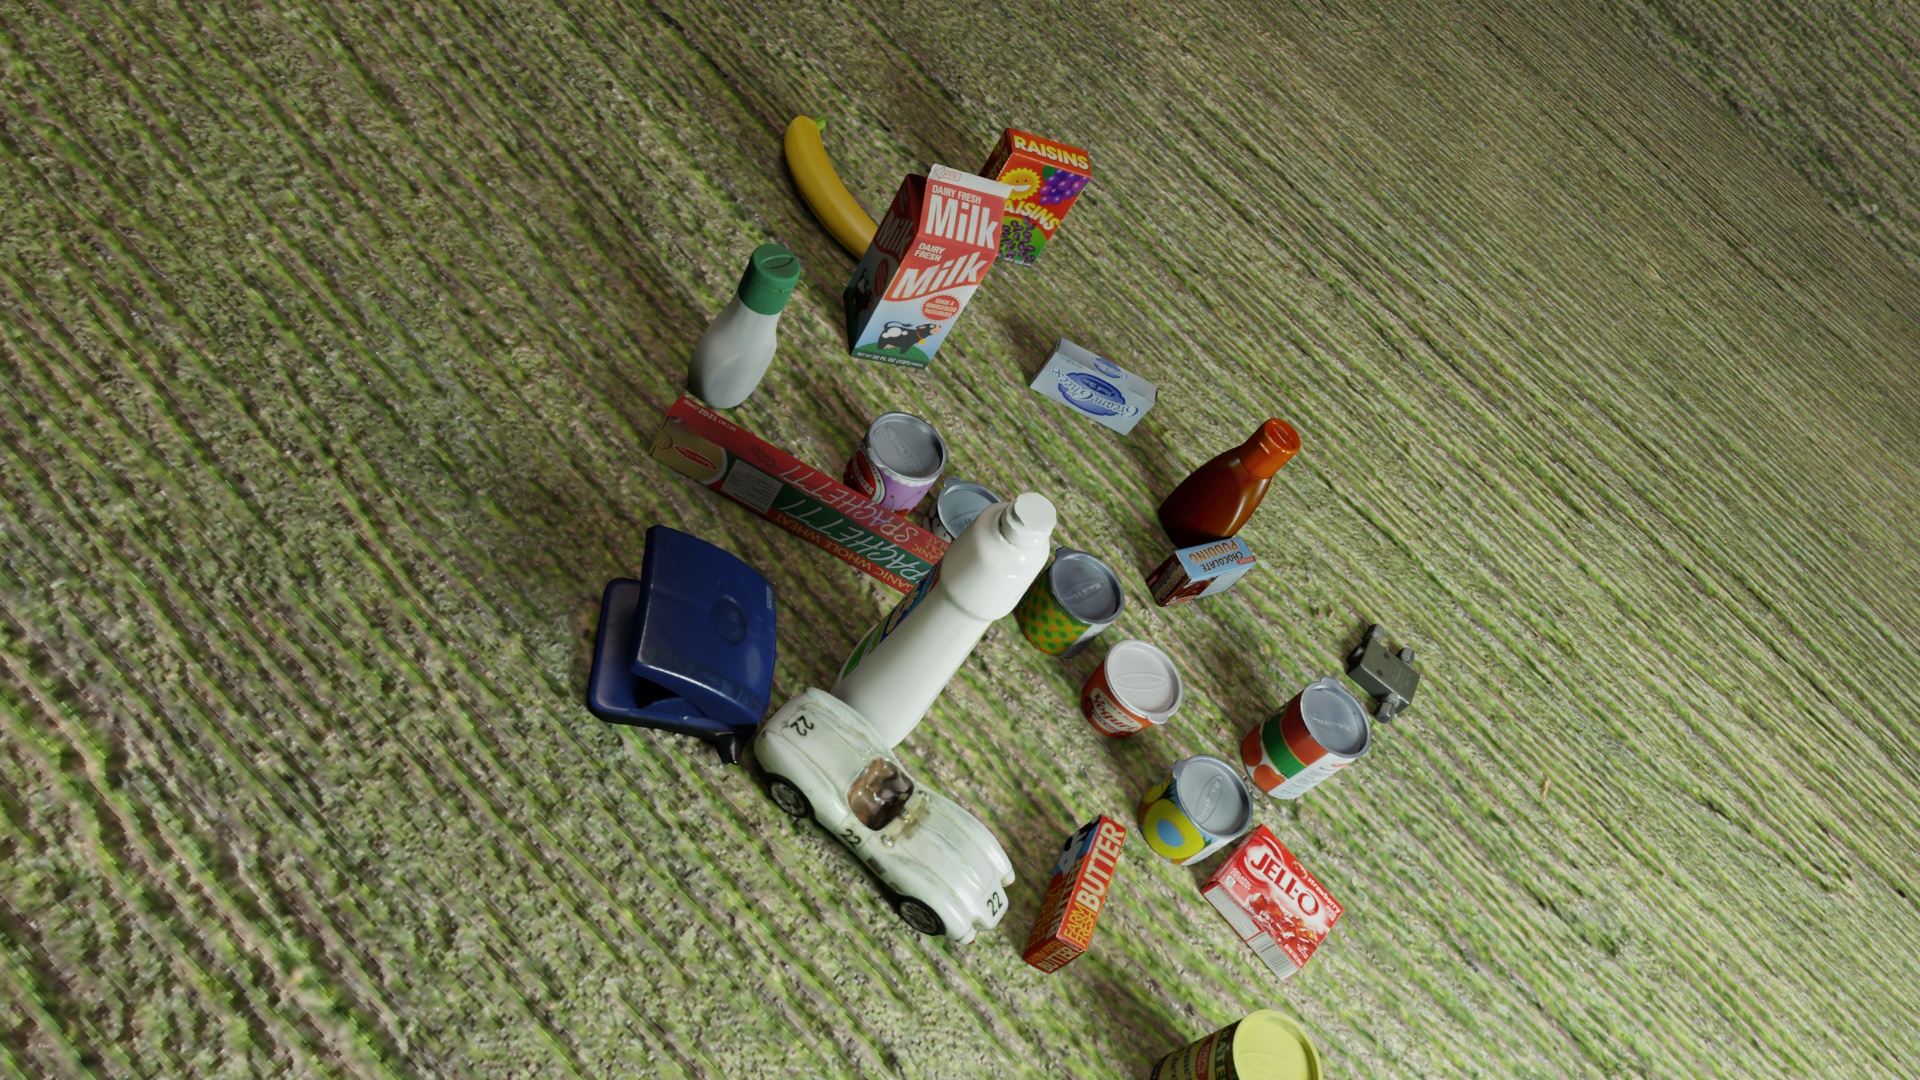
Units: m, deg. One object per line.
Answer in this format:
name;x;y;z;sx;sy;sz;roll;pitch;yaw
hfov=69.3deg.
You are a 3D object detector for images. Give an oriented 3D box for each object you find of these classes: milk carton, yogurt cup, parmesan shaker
milk carton;-0.028;-0.231;1.138;0.072;0.189;0.074;8;54;-25
yogurt cup;0.129;0.117;1.068;0.072;0.053;0.073;15;51;-20
parmesan shaker;0.174;0.351;0.890;0.071;0.102;0.071;15;51;-20

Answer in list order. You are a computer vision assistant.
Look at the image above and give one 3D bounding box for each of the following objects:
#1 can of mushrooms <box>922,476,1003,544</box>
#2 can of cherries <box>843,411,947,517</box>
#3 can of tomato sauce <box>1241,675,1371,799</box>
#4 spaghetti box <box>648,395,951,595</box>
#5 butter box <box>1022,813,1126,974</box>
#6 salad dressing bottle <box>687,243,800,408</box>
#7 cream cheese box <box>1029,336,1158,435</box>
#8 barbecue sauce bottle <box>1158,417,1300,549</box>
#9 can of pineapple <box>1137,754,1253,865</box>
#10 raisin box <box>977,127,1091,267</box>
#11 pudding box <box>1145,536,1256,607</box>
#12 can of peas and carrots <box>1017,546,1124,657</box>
can of mushrooms;0.004;-0.014;1.105;0.071;0.033;0.071;15;51;-20
can of cherries;-0.054;-0.058;1.087;0.071;0.058;0.072;15;51;-20
can of tomato sauce;0.272;0.157;1.101;0.071;0.082;0.071;15;51;-20
spaghetti box;-0.111;-0.025;1.036;0.250;0.050;0.029;29;48;-9
butter box;0.079;0.241;0.949;0.024;0.053;0.104;33;47;-5
salad dressing bottle;-0.160;-0.159;1.039;0.064;0.147;0.044;-24;72;-39
cream cheese box;0.120;-0.138;1.249;0.104;0.053;0.024;25;49;-12
barbecue sauce bottle;0.230;-0.047;1.182;0.044;0.147;0.065;-23;71;-39
can of pineapple;0.172;0.199;1.031;0.071;0.057;0.071;15;51;-20
raisin box;0.055;-0.318;1.296;0.086;0.122;0.040;11;53;-24
pudding box;0.205;0.026;1.181;0.084;0.049;0.030;-11;64;-35
can of peas and carrots;0.084;0.049;1.089;0.071;0.058;0.071;15;51;-20
